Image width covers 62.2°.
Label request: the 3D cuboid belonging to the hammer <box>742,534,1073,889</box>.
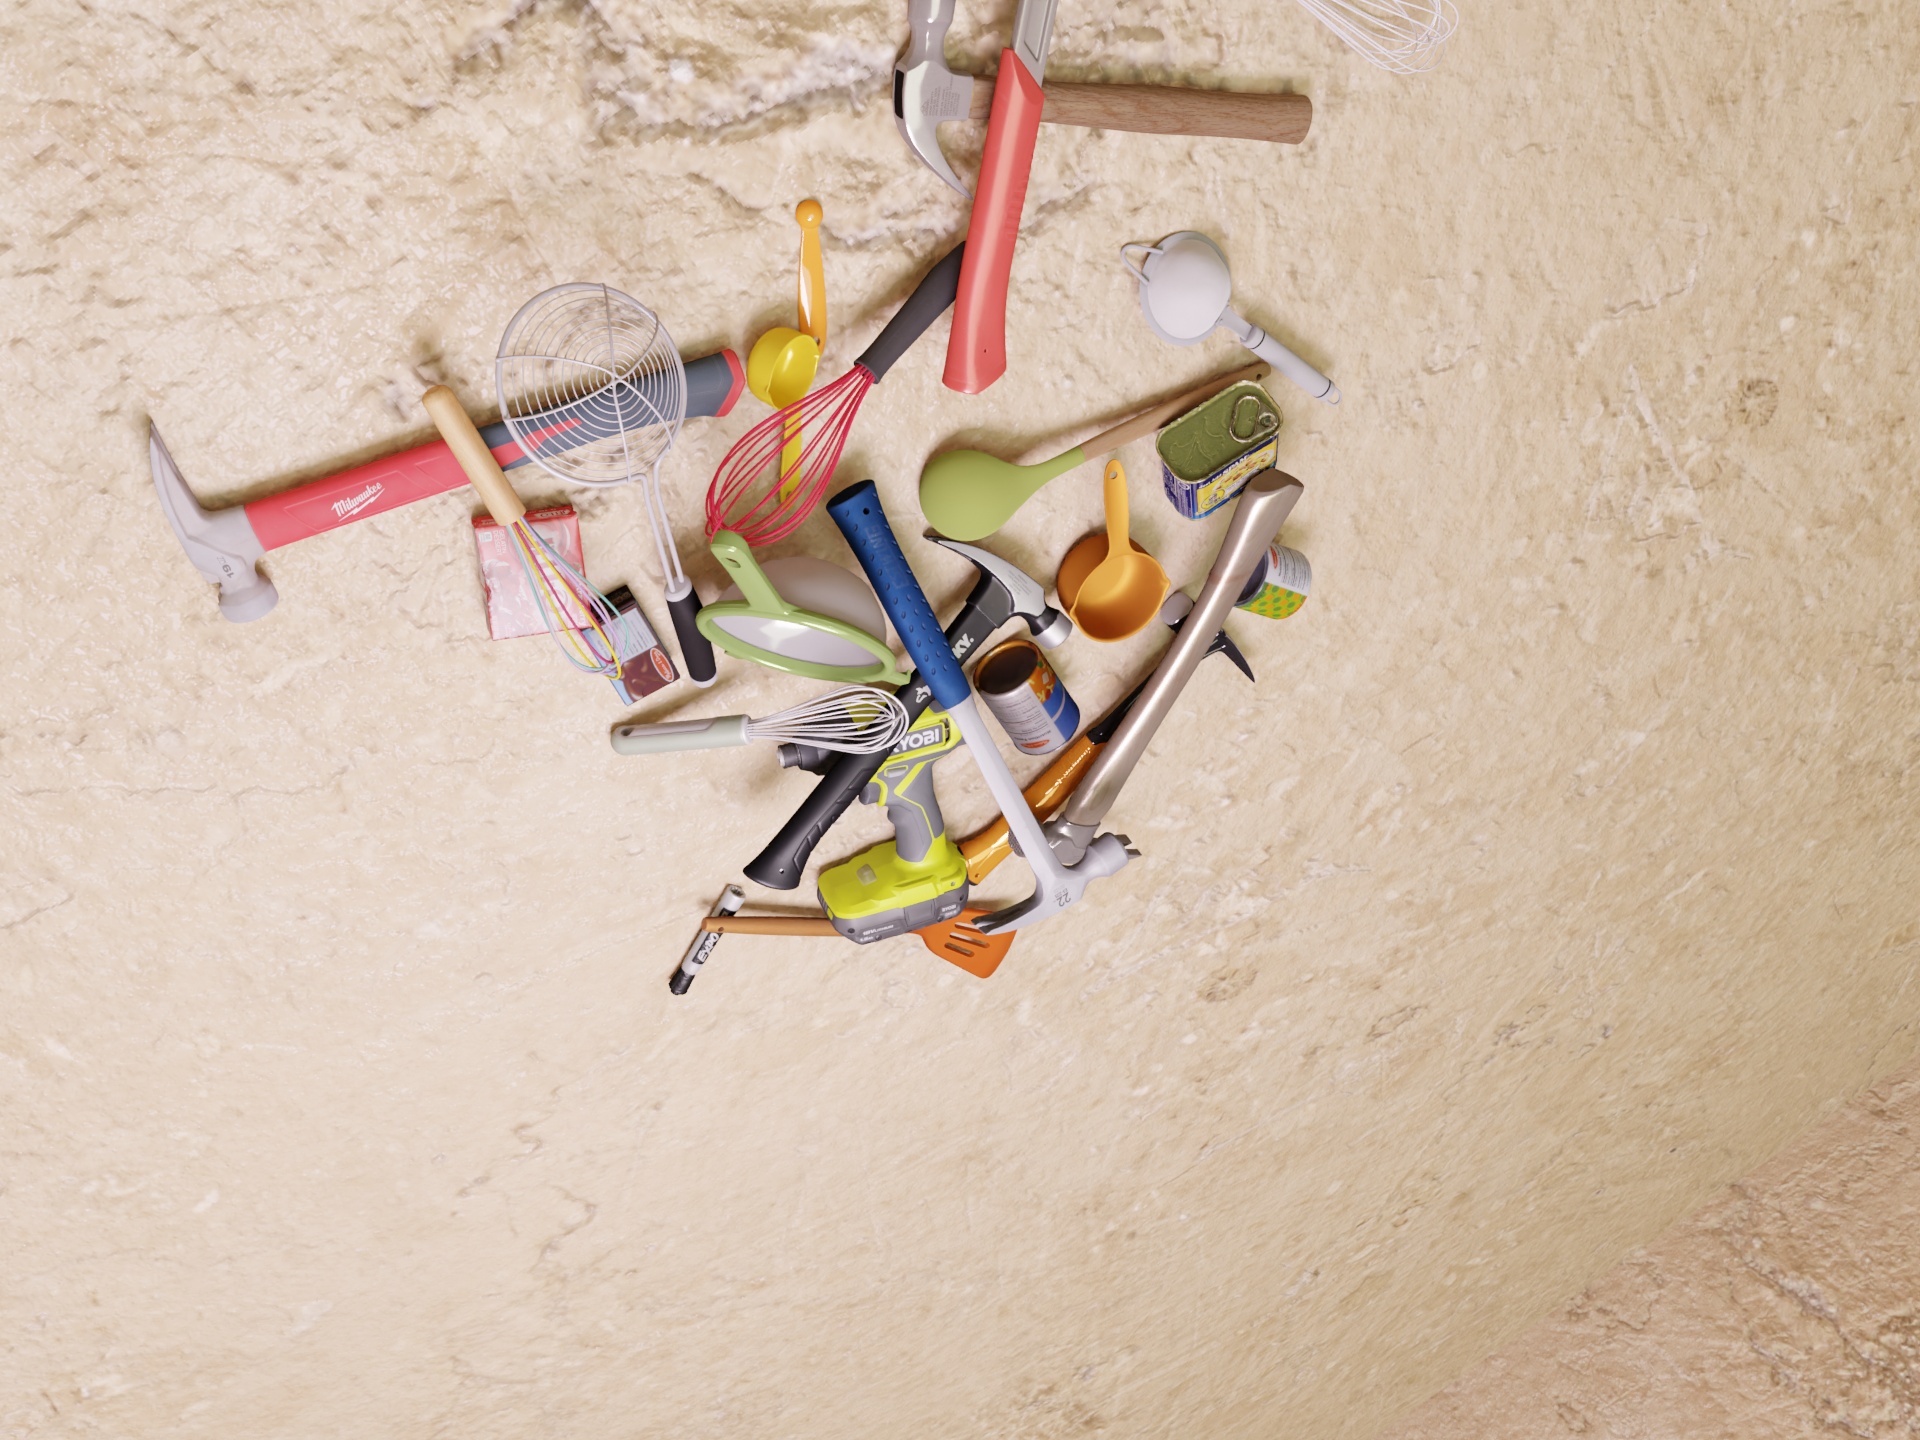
[{"bbox_3d":[-0.060,0.001,1.293,0.146,0.035,0.335,42,85,-26],"label":"hammer"}]

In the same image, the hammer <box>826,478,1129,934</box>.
[{"bbox_3d":[-0.002,-0.004,1.277,0.144,0.035,0.405,-34,114,-13],"label":"hammer"}]

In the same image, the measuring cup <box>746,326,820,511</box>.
[{"bbox_3d":[-0.134,-0.219,1.169,0.062,0.029,0.156,-46,157,-37],"label":"measuring cup"}]

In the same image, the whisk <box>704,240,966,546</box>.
[{"bbox_3d":[-0.079,-0.233,1.129,0.296,0.073,0.073,-50,132,-11],"label":"whisk"}]

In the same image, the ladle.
[{"bbox_3d":[0.112,-0.230,1.285,0.320,0.062,0.078,-27,131,-16],"label":"ladle"}]

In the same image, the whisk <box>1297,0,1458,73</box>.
[{"bbox_3d":[0.235,-0.526,1.119,0.284,0.070,0.070,9,118,-26],"label":"whisk"}]

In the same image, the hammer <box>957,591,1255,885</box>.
[{"bbox_3d":[0.122,0.033,1.479,0.337,0.034,0.127,-45,130,9],"label":"hammer"}]

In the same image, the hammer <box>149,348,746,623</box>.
[{"bbox_3d":[-0.335,-0.193,1.078,0.386,0.038,0.143,-22,129,-12],"label":"hammer"}]

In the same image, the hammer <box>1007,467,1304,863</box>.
[{"bbox_3d":[0.190,-0.036,1.402,0.146,0.038,0.410,7,123,-37],"label":"hammer"}]

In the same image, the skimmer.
[{"bbox_3d":[-0.230,-0.146,1.127,0.127,0.090,0.363,-44,157,-22],"label":"skimmer"}]

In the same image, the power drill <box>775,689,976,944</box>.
[{"bbox_3d":[-0.070,0.079,1.389,0.171,0.080,0.223,-15,125,-18],"label":"power drill"}]

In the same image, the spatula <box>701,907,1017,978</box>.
[{"bbox_3d":[-0.091,0.198,1.476,0.322,0.041,0.081,7,120,-36],"label":"spatula"}]

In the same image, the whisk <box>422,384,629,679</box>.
[{"bbox_3d":[-0.294,-0.123,1.093,0.051,0.047,0.244,-29,125,-5],"label":"whisk"}]

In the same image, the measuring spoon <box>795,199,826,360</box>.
[{"bbox_3d":[-0.104,-0.309,1.128,0.021,0.011,0.116,-13,128,-19],"label":"measuring spoon"}]

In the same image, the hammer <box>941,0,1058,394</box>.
[{"bbox_3d":[0.027,-0.397,1.067,0.149,0.037,0.358,-2,120,-27],"label":"hammer"}]

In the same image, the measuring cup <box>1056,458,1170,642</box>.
[{"bbox_3d":[0.122,-0.150,1.334,0.095,0.052,0.173,-18,128,-15],"label":"measuring cup"}]

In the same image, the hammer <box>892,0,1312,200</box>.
[{"bbox_3d":[0.108,-0.434,1.132,0.331,0.031,0.130,-5,125,-24],"label":"hammer"}]

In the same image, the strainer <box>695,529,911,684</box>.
[{"bbox_3d":[-0.124,-0.098,1.131,0.151,0.069,0.256,9,164,13],"label":"strainer"}]

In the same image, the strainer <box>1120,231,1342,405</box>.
[{"bbox_3d":[0.230,-0.312,1.272,0.258,0.050,0.087,23,92,-37],"label":"strainer"}]

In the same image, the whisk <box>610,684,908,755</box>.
[{"bbox_3d":[-0.160,0.006,1.248,0.246,0.058,0.059,-5,125,12],"label":"whisk"}]
